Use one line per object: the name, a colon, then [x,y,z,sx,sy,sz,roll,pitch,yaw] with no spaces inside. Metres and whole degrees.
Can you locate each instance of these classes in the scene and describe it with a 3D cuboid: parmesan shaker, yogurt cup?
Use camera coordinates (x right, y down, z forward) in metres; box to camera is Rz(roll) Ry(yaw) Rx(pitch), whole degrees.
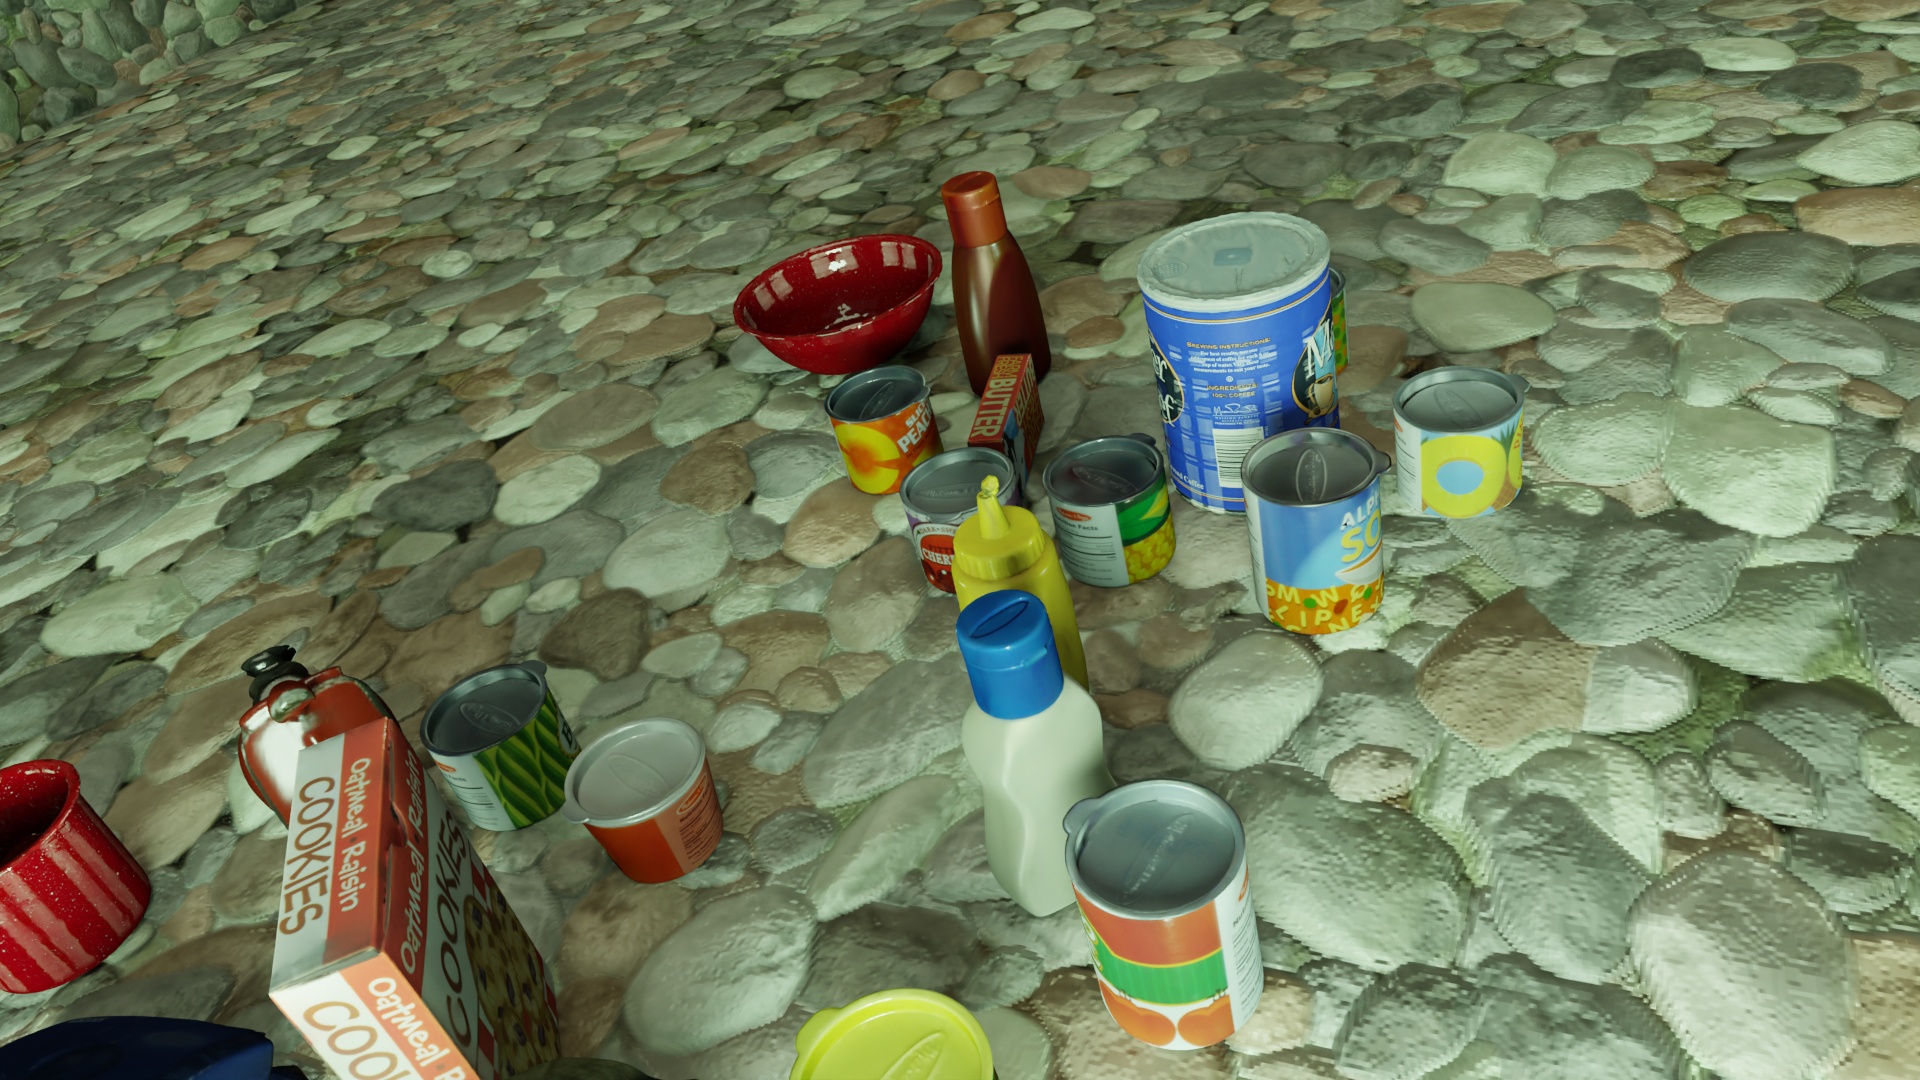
parmesan shaker: [-0.013,0.207,0.463,0.071,0.102,0.072,-10,36,7]
yogurt cup: [-0.147,0.126,0.664,0.072,0.053,0.073,-10,36,7]

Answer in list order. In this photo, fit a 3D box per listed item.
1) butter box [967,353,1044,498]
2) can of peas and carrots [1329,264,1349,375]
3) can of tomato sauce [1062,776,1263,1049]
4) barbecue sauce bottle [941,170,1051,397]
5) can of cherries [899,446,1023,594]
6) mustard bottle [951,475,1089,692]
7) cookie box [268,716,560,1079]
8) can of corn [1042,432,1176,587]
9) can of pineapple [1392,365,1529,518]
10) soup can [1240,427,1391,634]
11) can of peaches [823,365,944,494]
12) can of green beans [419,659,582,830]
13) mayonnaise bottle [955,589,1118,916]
butter box: [0.029,-0.069,0.866,0.024,0.053,0.104,-3,37,17]
can of peas and carrots: [0.211,-0.137,0.888,0.071,0.058,0.071,-10,36,7]
can of tomato sauce: [0.078,0.143,0.533,0.071,0.082,0.071,-10,36,7]
barbecue sauce bottle: [0.021,-0.170,0.925,0.044,0.147,0.065,18,47,38]
can of cherries: [0.003,-0.010,0.791,0.071,0.058,0.072,-10,36,7]
mustard bottle: [0.026,0.033,0.636,0.049,0.159,0.066,-6,36,13]
cookie box: [-0.198,0.167,0.529,0.040,0.166,0.123,-21,36,-8]
can of corn: [0.085,-0.018,0.771,0.071,0.058,0.071,-10,36,7]
can of pineapple: [0.272,-0.054,0.752,0.071,0.057,0.071,-10,36,7]
soup can: [0.180,-0.004,0.696,0.071,0.083,0.072,-10,36,7]
can of peaches: [-0.046,-0.071,0.892,0.071,0.057,0.071,-10,36,7]
can of green beans: [-0.235,0.107,0.719,0.071,0.057,0.071,-10,36,7]
mayonnaise bottle: [0.031,0.087,0.571,0.065,0.147,0.041,-33,39,-23]
